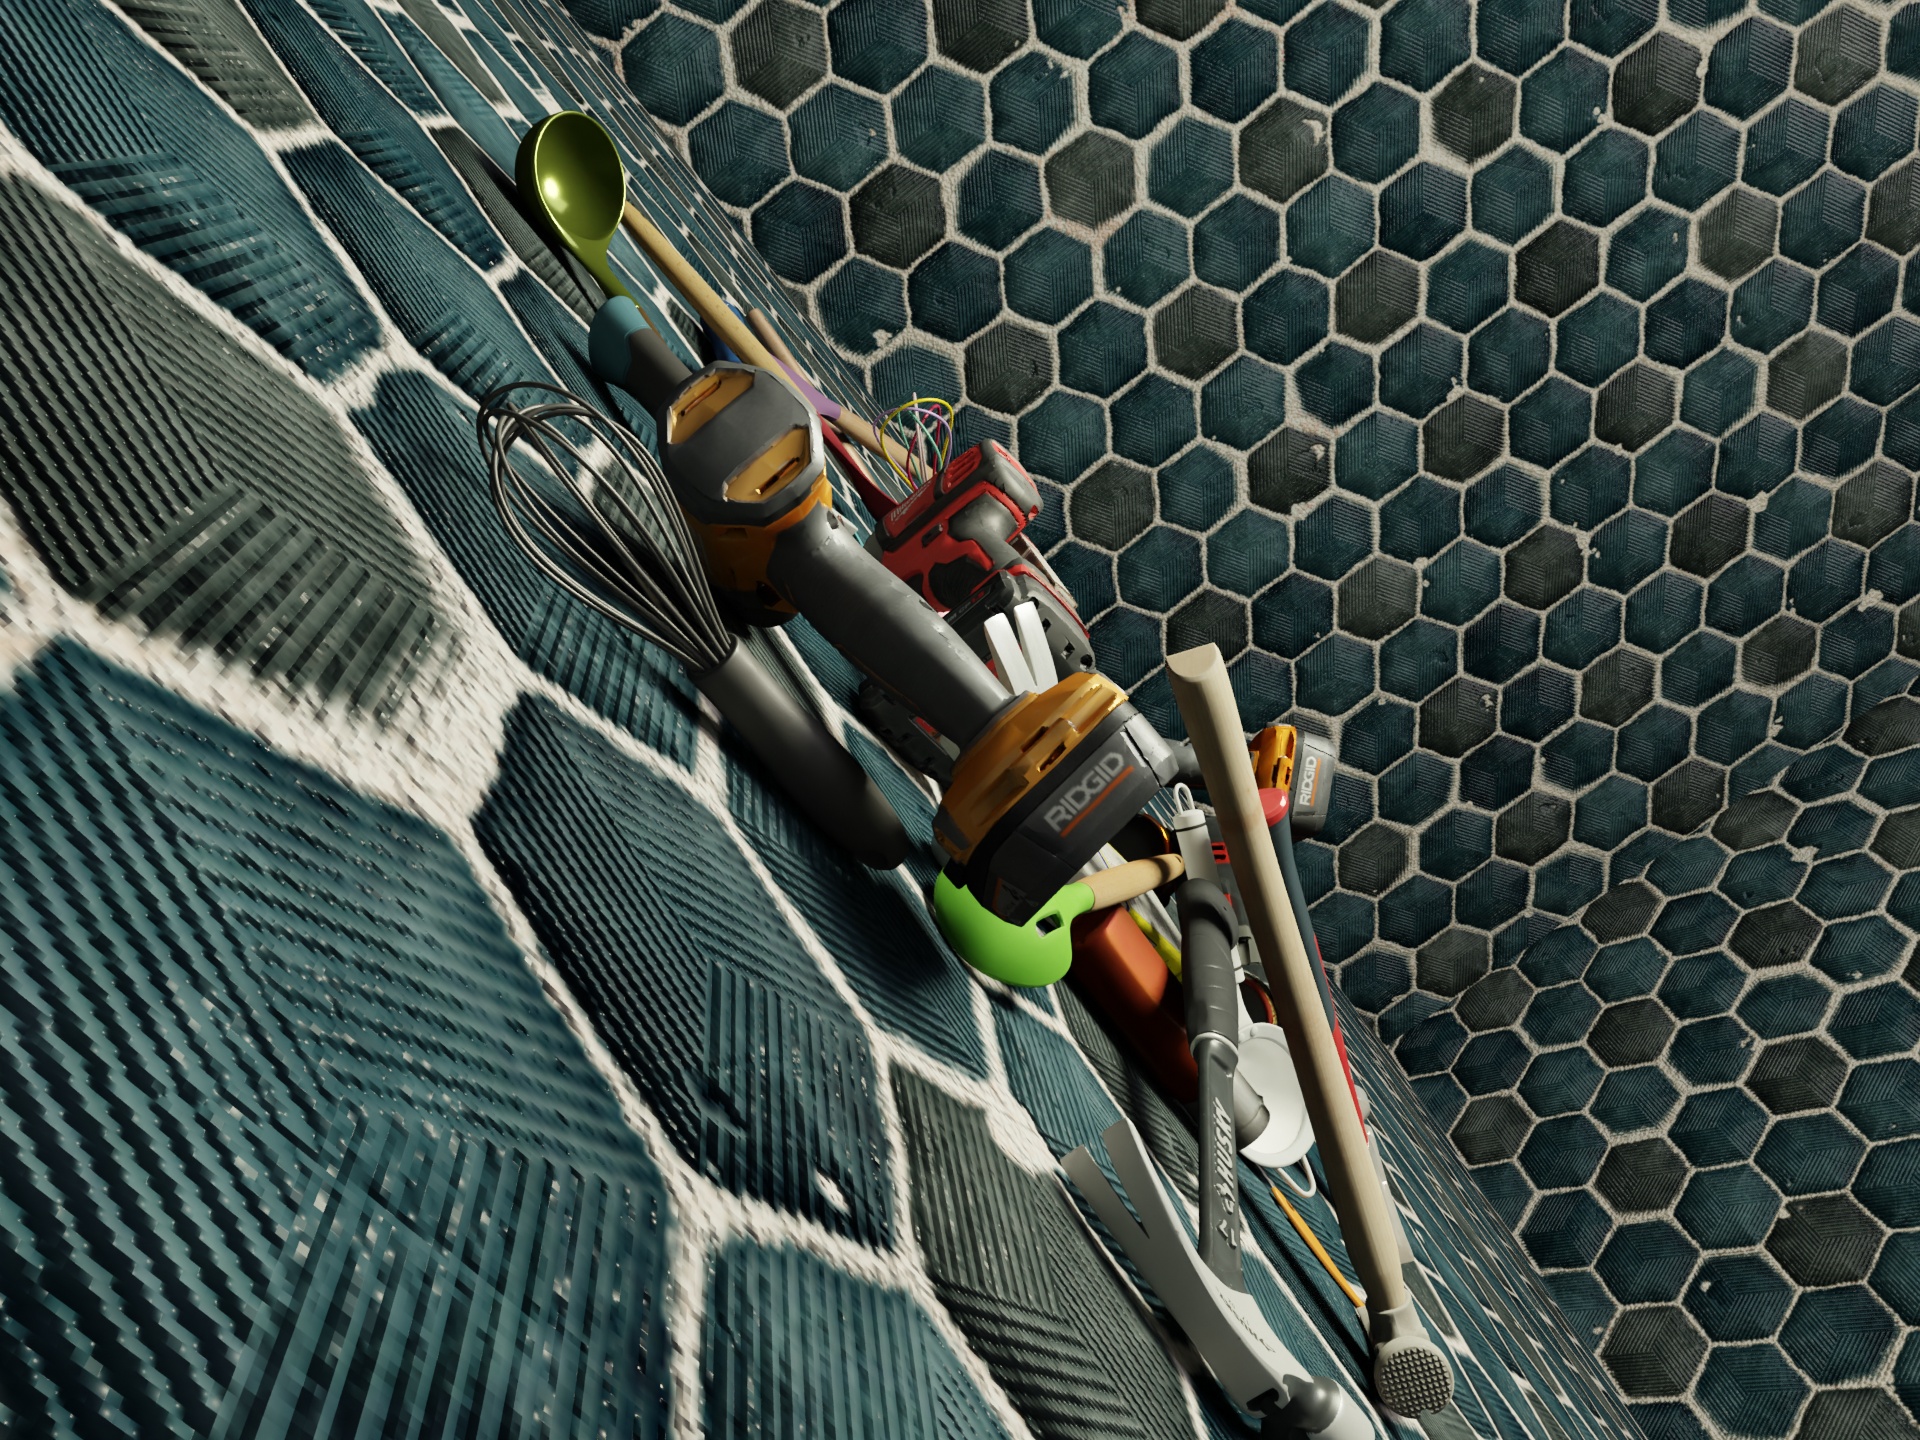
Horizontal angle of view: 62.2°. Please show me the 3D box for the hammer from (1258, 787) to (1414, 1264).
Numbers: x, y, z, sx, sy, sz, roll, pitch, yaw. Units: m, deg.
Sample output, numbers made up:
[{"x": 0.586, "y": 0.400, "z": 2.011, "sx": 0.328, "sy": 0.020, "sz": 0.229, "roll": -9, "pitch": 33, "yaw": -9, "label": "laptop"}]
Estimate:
[{"x": 0.235, "y": 0.199, "z": 1.034, "sx": 0.143, "sy": 0.038, "sz": 0.385, "roll": -95, "pitch": 166, "yaw": -52, "label": "hammer"}]

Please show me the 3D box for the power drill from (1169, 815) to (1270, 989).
[{"x": 0.210, "y": 0.183, "z": 1.171, "sx": 0.226, "sy": 0.080, "sz": 0.188, "roll": 41, "pitch": 39, "yaw": -64, "label": "power drill"}]

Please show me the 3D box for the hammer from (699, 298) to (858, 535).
[{"x": -0.155, "y": -0.236, "z": 1.150, "sx": 0.144, "sy": 0.035, "sz": 0.406, "roll": 48, "pitch": 9, "yaw": -28, "label": "hammer"}]

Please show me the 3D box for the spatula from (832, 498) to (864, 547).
[{"x": 0.015, "y": -0.060, "z": 1.205, "sx": 0.317, "sy": 0.044, "sz": 0.082, "roll": 32, "pitch": 14, "yaw": -33, "label": "spatula"}]

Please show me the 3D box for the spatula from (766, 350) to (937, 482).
[{"x": -0.088, "y": -0.232, "z": 1.231, "sx": 0.060, "sy": 0.018, "sz": 0.315, "roll": 57, "pitch": 16, "yaw": 22, "label": "spatula"}]

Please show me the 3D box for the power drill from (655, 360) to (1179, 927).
[{"x": -0.029, "y": -0.023, "z": 0.639, "sx": 0.226, "sy": 0.084, "sz": 0.185, "roll": 45, "pitch": -12, "yaw": 7, "label": "power drill"}]

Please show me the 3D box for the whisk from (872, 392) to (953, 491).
[{"x": -0.020, "y": -0.171, "z": 1.162, "sx": 0.051, "sy": 0.047, "sz": 0.244, "roll": 37, "pitch": -11, "yaw": 14, "label": "whisk"}]

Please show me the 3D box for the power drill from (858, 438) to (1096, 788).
[{"x": -0.007, "y": -0.067, "z": 0.913, "sx": 0.078, "sy": 0.143, "sz": 0.220, "roll": 44, "pitch": 17, "yaw": -29, "label": "power drill"}]

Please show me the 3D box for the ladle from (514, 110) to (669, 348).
[{"x": -0.171, "y": -0.224, "z": 0.925, "sx": 0.078, "sy": 0.062, "sz": 0.320, "roll": -2, "pitch": 56, "yaw": -59, "label": "ladle"}]

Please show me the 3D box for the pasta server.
[{"x": -0.085, "y": -0.187, "z": 1.250, "sx": 0.316, "sy": 0.040, "sz": 0.060, "roll": 57, "pitch": 7, "yaw": 3, "label": "pasta server"}]

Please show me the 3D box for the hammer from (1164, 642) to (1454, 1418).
[{"x": 0.187, "y": 0.158, "z": 0.886, "sx": 0.146, "sy": 0.038, "sz": 0.411, "roll": 27, "pitch": 47, "yaw": -81, "label": "hammer"}]

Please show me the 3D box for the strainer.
[{"x": 0.166, "y": 0.164, "z": 0.974, "sx": 0.087, "sy": 0.050, "sz": 0.258, "roll": -13, "pitch": 89, "yaw": -37, "label": "strainer"}]

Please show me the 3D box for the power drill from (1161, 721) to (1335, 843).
[{"x": 0.154, "y": 0.037, "z": 1.212, "sx": 0.226, "sy": 0.084, "sz": 0.164, "roll": 12, "pitch": -10, "yaw": 0, "label": "power drill"}]

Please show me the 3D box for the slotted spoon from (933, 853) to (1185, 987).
[{"x": 0.068, "y": 0.085, "z": 0.805, "sx": 0.070, "sy": 0.031, "sz": 0.313, "roll": 51, "pitch": 17, "yaw": 15, "label": "slotted spoon"}]

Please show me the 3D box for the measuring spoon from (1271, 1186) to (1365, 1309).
[{"x": 0.224, "y": 0.324, "z": 0.952, "sx": 0.117, "sy": 0.011, "sz": 0.021, "roll": 52, "pitch": 7, "yaw": -3, "label": "measuring spoon"}]

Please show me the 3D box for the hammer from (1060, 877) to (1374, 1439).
[{"x": 0.115, "y": 0.161, "z": 0.745, "sx": 0.149, "sy": 0.036, "sz": 0.409, "roll": 51, "pitch": 16, "yaw": -8, "label": "hammer"}]

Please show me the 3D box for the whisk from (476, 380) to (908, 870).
[{"x": -0.084, "y": -0.023, "z": 0.560, "sx": 0.238, "sy": 0.055, "sz": 0.055, "roll": 52, "pitch": 6, "yaw": -34, "label": "whisk"}]

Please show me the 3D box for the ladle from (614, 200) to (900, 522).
[{"x": -0.119, "y": -0.225, "z": 1.076, "sx": 0.315, "sy": 0.031, "sz": 0.069, "roll": 46, "pitch": -2, "yaw": -27, "label": "ladle"}]

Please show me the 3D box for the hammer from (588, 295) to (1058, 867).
[{"x": -0.074, "y": -0.083, "z": 0.762, "sx": 0.033, "sy": 0.128, "sz": 0.331, "roll": -26, "pitch": 67, "yaw": -44, "label": "hammer"}]
